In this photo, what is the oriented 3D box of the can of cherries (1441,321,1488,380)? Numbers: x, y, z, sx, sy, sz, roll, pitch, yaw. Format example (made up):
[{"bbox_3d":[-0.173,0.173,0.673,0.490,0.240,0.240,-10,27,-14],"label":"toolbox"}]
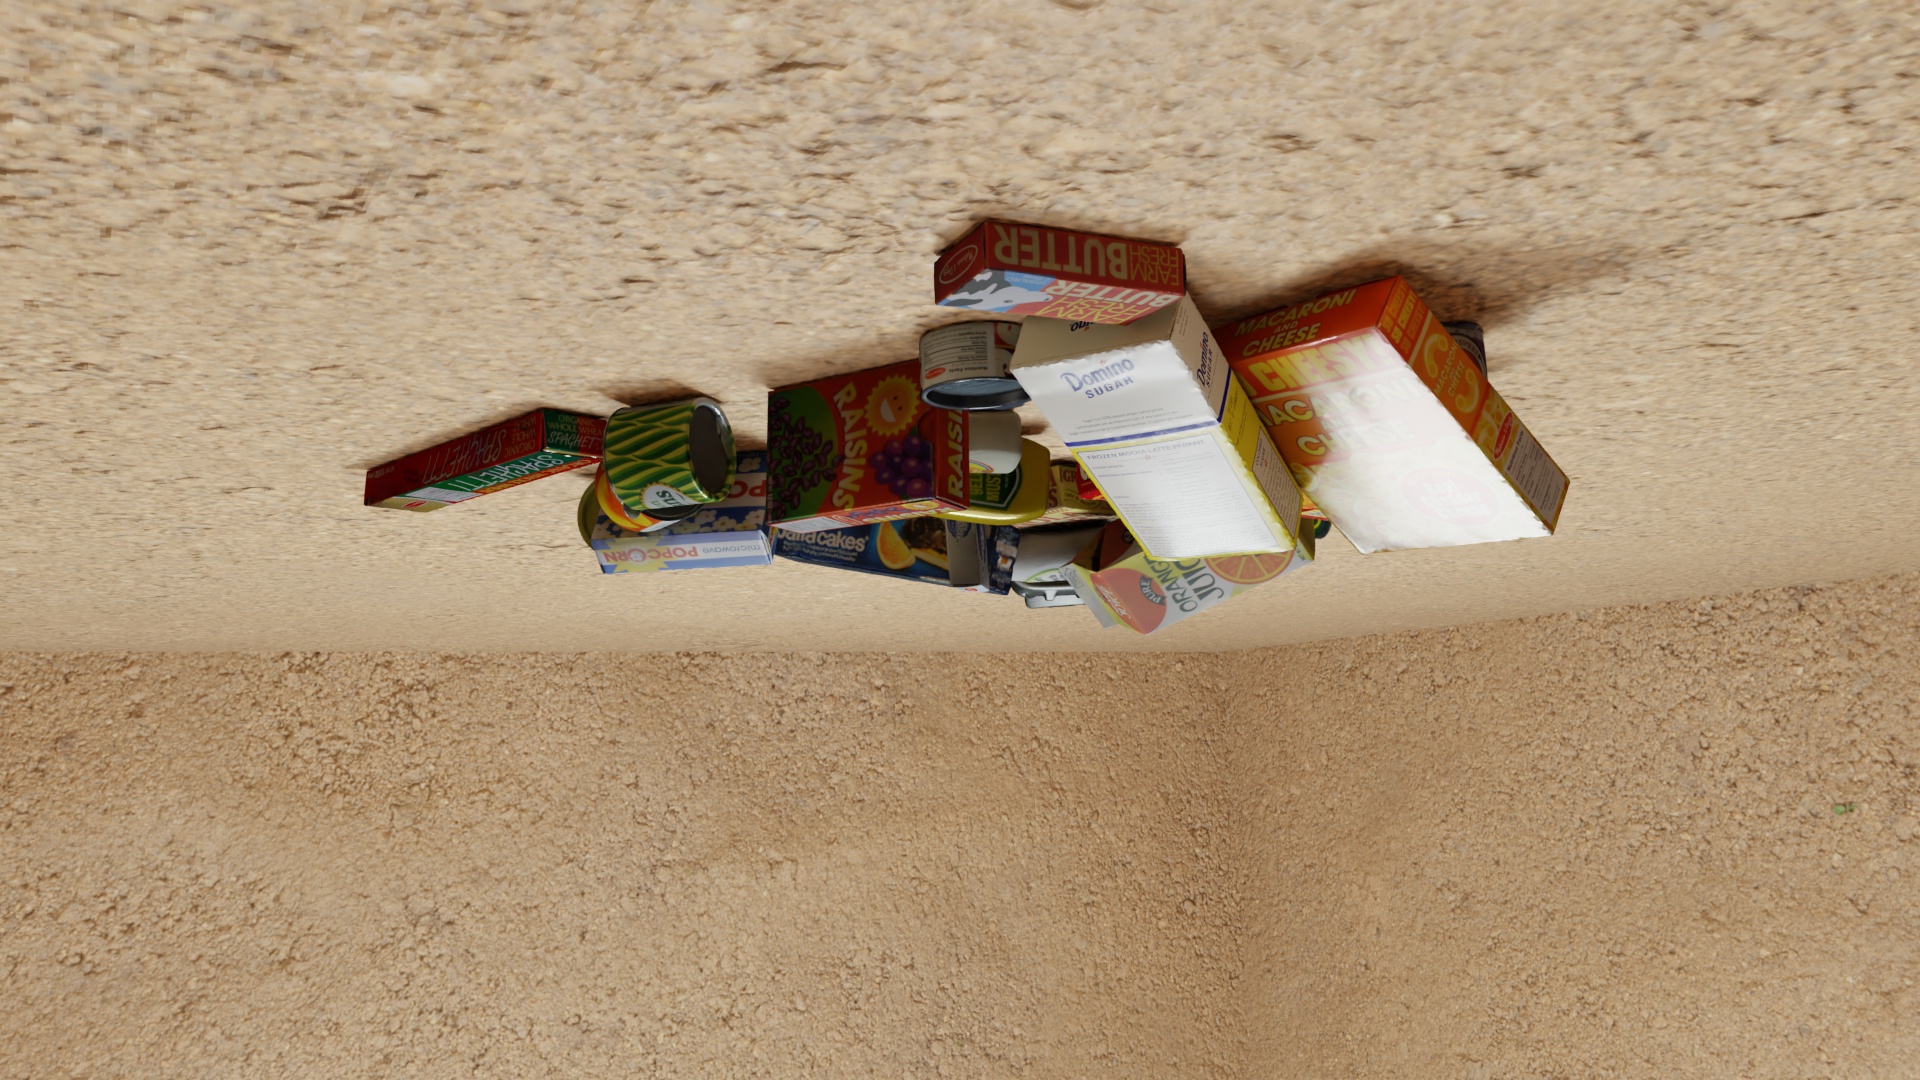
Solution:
[{"bbox_3d":[0.267,-0.087,0.790,0.071,0.058,0.071,-2,172,0],"label":"can of cherries"}]

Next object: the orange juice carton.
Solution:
[{"bbox_3d":[0.176,0.009,1.097,0.192,0.071,0.073,-27,-156,25],"label":"orange juice carton"}]

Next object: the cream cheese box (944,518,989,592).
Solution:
[{"bbox_3d":[0.004,-0.013,1.060,0.024,0.104,0.053,-5,172,8],"label":"cream cheese box"}]

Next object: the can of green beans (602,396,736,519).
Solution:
[{"bbox_3d":[-0.180,-0.054,0.864,0.058,0.071,0.071,-5,171,18],"label":"can of green beans"}]

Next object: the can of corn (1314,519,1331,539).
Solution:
[{"bbox_3d":[0.263,-0.028,1.148,0.058,0.071,0.071,6,168,-41],"label":"can of corn"}]

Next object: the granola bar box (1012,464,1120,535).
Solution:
[{"bbox_3d":[0.072,-0.030,1.189,0.124,0.039,0.165,4,169,-41],"label":"granola bar box"}]

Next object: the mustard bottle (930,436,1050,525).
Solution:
[{"bbox_3d":[-0.018,-0.046,0.981,0.160,0.065,0.049,3,175,-7],"label":"mustard bottle"}]

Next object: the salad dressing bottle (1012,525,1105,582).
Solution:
[{"bbox_3d":[0.061,0.015,1.196,0.147,0.044,0.064,-5,172,22],"label":"salad dressing bottle"}]

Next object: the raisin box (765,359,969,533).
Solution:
[{"bbox_3d":[-0.056,-0.055,0.822,0.123,0.086,0.040,-7,165,30],"label":"raisin box"}]

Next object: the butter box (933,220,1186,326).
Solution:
[{"bbox_3d":[0.045,-0.119,0.627,0.104,0.024,0.053,2,171,-25],"label":"butter box"}]

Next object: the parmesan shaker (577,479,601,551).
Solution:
[{"bbox_3d":[-0.252,-0.011,1.110,0.071,0.071,0.103,-4,171,13],"label":"parmesan shaker"}]

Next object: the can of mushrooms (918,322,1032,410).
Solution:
[{"bbox_3d":[0.011,-0.094,0.758,0.071,0.033,0.071,-3,171,0],"label":"can of mushrooms"}]

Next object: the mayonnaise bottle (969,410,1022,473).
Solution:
[{"bbox_3d":[-0.037,-0.064,0.917,0.148,0.041,0.064,-2,173,-8],"label":"mayonnaise bottle"}]

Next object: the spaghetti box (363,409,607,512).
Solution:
[{"bbox_3d":[-0.333,-0.051,0.961,0.249,0.029,0.050,-10,169,42],"label":"spaghetti box"}]

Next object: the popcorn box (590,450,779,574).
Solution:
[{"bbox_3d":[-0.194,-0.021,1.003,0.127,0.085,0.038,-3,136,7],"label":"popcorn box"}]

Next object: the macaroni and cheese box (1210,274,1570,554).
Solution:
[{"bbox_3d":[0.222,-0.061,0.738,0.166,0.040,0.123,41,152,-26],"label":"macaroni and cheese box"}]

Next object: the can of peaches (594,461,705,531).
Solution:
[{"bbox_3d":[-0.208,-0.044,0.937,0.071,0.071,0.058,3,170,-30],"label":"can of peaches"}]
